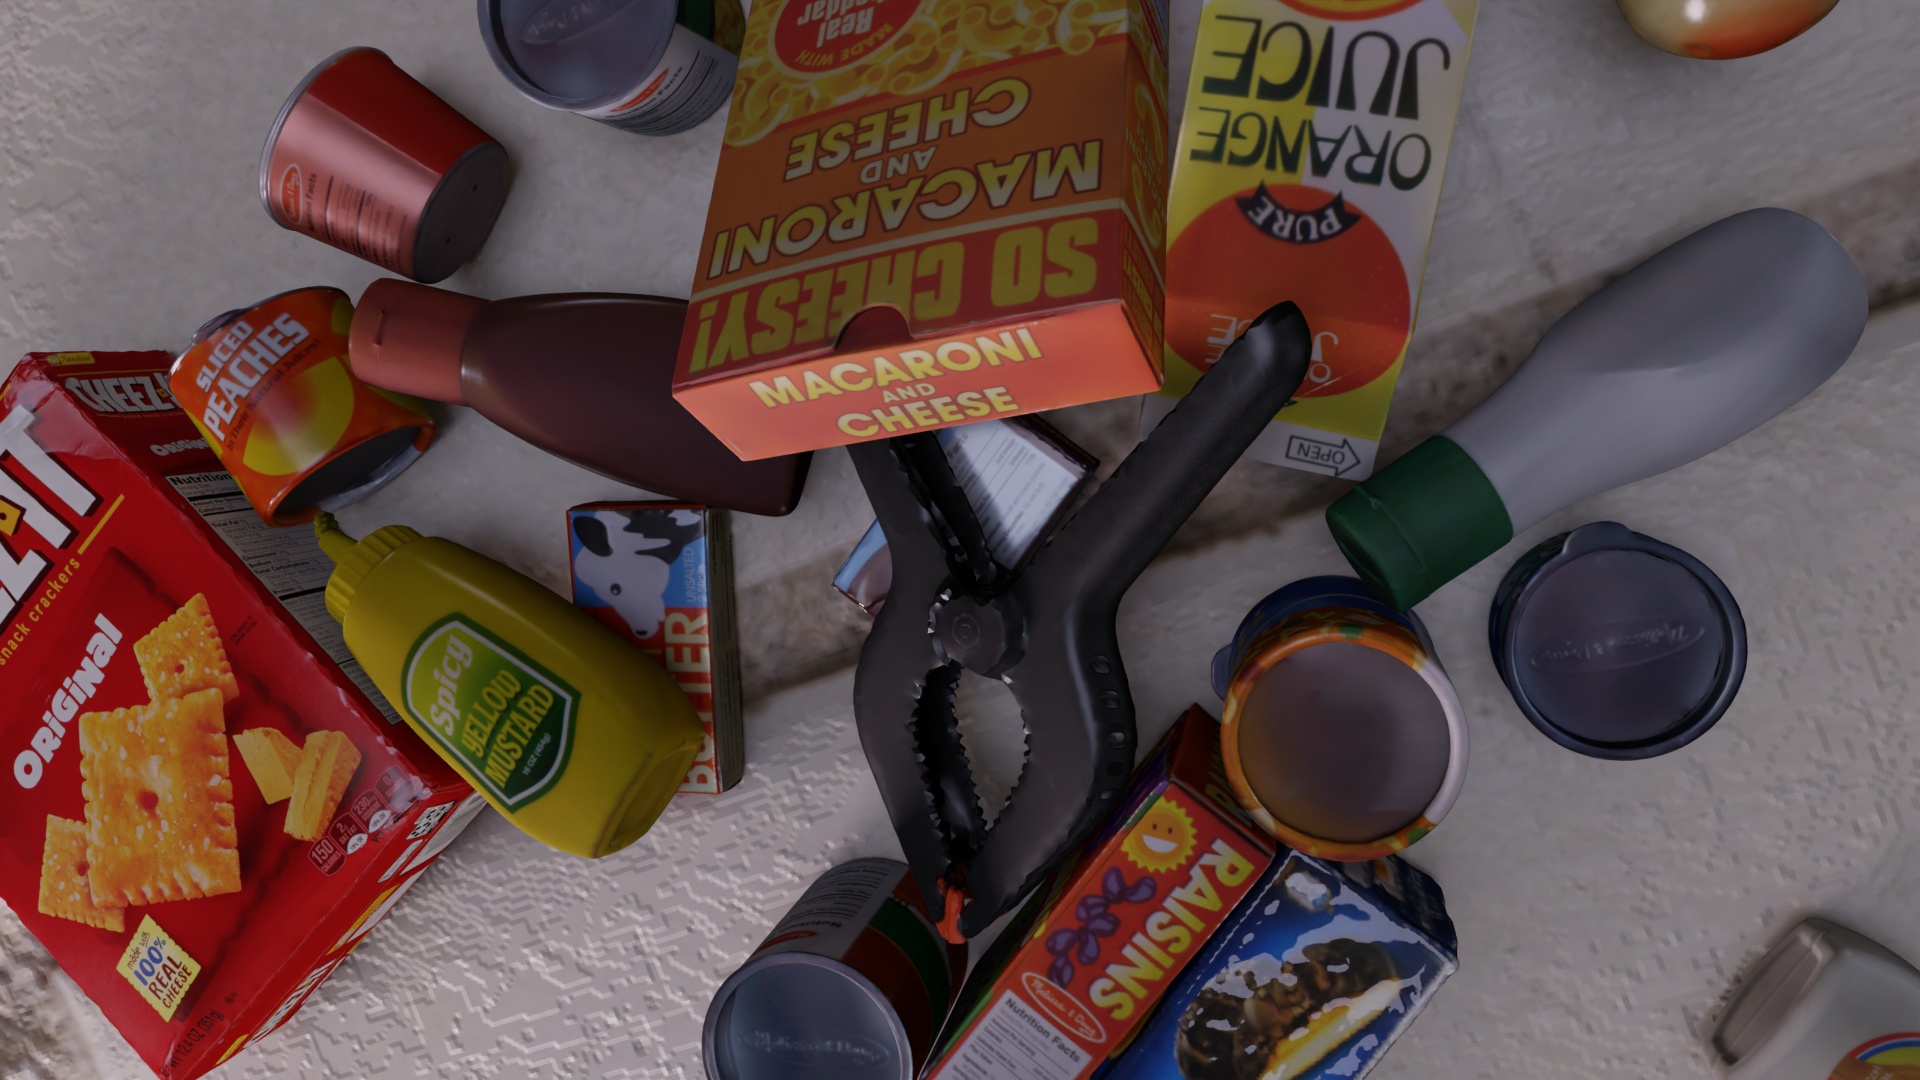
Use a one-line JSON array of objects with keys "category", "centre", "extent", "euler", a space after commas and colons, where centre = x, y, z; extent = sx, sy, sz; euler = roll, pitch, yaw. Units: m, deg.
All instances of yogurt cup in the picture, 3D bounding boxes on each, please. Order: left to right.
[{"category": "yogurt cup", "centre": [-0.190, -0.123, 0.467], "extent": [0.054, 0.072, 0.072], "euler": [30, 102, -1]}]

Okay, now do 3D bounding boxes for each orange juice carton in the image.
[{"category": "orange juice carton", "centre": [0.101, -0.117, 0.398], "extent": [0.072, 0.073, 0.192], "euler": [11, 99, 11]}]

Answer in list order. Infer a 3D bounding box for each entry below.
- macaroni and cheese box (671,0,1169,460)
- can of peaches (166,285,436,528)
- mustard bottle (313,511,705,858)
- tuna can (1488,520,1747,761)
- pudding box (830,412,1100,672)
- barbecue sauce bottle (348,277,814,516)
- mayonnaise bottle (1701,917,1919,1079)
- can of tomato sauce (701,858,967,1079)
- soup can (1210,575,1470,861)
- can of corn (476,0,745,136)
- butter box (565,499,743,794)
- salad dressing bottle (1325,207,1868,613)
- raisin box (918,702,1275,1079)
[{"category": "macaroni and cheese box", "centre": [-0.007, -0.110, 0.384], "extent": [0.123, 0.040, 0.167], "euler": [-8, 59, 23]}, {"category": "can of peaches", "centre": [-0.226, -0.045, 0.479], "extent": [0.071, 0.071, 0.058], "euler": [-35, 90, 14]}, {"category": "mustard bottle", "centre": [-0.162, 0.038, 0.463], "extent": [0.160, 0.049, 0.065], "euler": [34, 102, 12]}, {"category": "tuna can", "centre": [0.193, 0.027, 0.415], "extent": [0.071, 0.033, 0.071], "euler": [2, 97, 12]}, {"category": "pudding box", "centre": [0.002, -0.006, 0.455], "extent": [0.050, 0.030, 0.083], "euler": [36, 103, 5]}, {"category": "barbecue sauce bottle", "centre": [-0.121, -0.053, 0.456], "extent": [0.149, 0.043, 0.065], "euler": [13, 90, 0]}, {"category": "mayonnaise bottle", "centre": [0.301, 0.177, 0.405], "extent": [0.148, 0.041, 0.064], "euler": [34, 101, 7]}, {"category": "can of tomato sauce", "centre": [-0.037, 0.151, 0.454], "extent": [0.071, 0.083, 0.071], "euler": [2, 98, 12]}, {"category": "soup can", "centre": [0.108, 0.049, 0.410], "extent": [0.071, 0.084, 0.071], "euler": [2, 98, 13]}, {"category": "can of corn", "centre": [-0.111, -0.169, 0.445], "extent": [0.071, 0.058, 0.071], "euler": [2, 97, 12]}, {"category": "butter box", "centre": [-0.106, 0.037, 0.486], "extent": [0.053, 0.024, 0.103], "euler": [0, 97, 13]}, {"category": "salad dressing bottle", "centre": [0.173, -0.035, 0.387], "extent": [0.147, 0.064, 0.044], "euler": [-33, 119, 2]}, {"category": "raisin box", "centre": [0.045, 0.116, 0.431], "extent": [0.040, 0.086, 0.123], "euler": [38, 103, 6]}]
